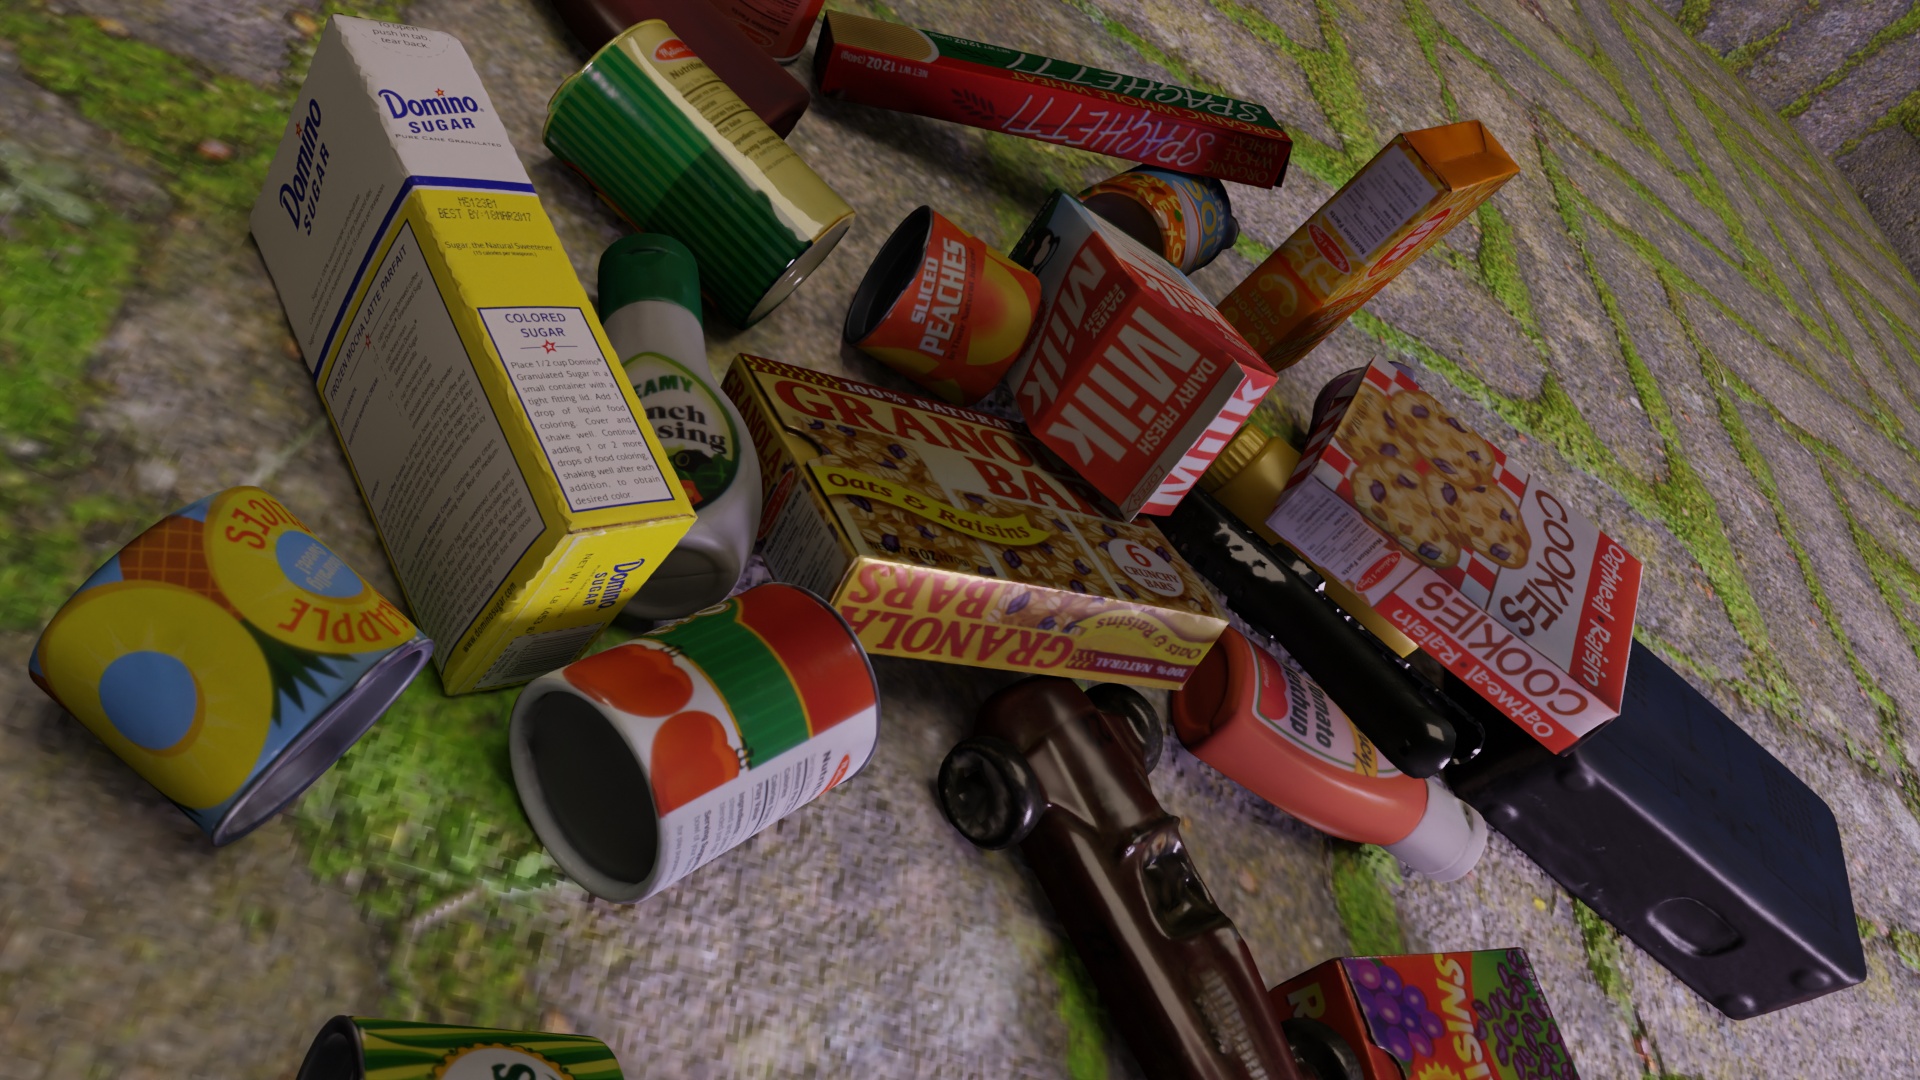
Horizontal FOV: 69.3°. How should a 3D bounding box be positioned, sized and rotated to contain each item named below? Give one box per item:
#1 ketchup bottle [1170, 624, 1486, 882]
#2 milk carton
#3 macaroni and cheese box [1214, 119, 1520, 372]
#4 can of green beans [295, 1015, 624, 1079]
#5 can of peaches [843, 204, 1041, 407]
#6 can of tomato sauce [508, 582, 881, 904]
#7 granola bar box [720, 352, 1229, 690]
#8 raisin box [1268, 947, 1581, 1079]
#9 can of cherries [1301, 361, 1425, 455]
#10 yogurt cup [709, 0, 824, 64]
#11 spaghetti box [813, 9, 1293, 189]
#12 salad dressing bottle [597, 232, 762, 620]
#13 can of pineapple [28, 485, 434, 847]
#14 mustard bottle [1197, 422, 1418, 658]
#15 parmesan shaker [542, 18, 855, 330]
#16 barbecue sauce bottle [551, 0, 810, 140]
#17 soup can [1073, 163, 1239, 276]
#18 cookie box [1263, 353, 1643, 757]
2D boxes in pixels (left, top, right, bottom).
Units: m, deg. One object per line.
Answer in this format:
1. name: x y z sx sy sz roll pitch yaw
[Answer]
1. ketchup bottle: 0.158 0.096 0.588 0.149 0.043 0.065 33 32 -18
2. milk carton: 0.067 -0.077 0.580 0.073 0.072 0.191 28 20 -22
3. macaroni and cheese box: 0.202 -0.148 0.737 0.040 0.165 0.124 54 39 9
4. can of green beans: -0.110 0.138 0.295 0.058 0.071 0.071 18 47 -32
5. can of peaches: -0.007 -0.097 0.582 0.058 0.071 0.071 29 42 -22
6. can of tomato sauce: -0.076 0.054 0.396 0.083 0.071 0.071 -24 75 -49
7. granola bar box: 0.002 -0.006 0.507 0.166 0.039 0.124 10 31 -36
8. raisin box: 0.182 0.203 0.525 0.123 0.040 0.086 10 52 -36
9. can of cherries: 0.220 -0.054 0.750 0.071 0.071 0.059 40 40 -8
10. yogurt cup: -0.093 -0.271 0.664 0.072 0.053 0.073 23 45 -25
11. spaghetti box: 0.051 -0.224 0.710 0.250 0.028 0.050 7 38 -17
12. salad dressing bottle: -0.103 -0.044 0.467 0.064 0.043 0.148 -7 51 -8
13. can of pineapple: -0.170 0.028 0.331 0.058 0.070 0.071 44 39 -4
14. mustard bottle: 0.162 -0.009 0.677 0.160 0.048 0.065 47 38 1
15. parmesan shaker: -0.101 -0.138 0.535 0.103 0.071 0.072 44 39 -4
16. barbecue sauce bottle: -0.136 -0.222 0.592 0.148 0.043 0.065 42 39 -6
17. soup can: 0.100 -0.163 0.734 0.071 0.071 0.084 49 40 2
18. cookie box: 0.234 0.003 0.646 0.167 0.040 0.123 39 43 2
